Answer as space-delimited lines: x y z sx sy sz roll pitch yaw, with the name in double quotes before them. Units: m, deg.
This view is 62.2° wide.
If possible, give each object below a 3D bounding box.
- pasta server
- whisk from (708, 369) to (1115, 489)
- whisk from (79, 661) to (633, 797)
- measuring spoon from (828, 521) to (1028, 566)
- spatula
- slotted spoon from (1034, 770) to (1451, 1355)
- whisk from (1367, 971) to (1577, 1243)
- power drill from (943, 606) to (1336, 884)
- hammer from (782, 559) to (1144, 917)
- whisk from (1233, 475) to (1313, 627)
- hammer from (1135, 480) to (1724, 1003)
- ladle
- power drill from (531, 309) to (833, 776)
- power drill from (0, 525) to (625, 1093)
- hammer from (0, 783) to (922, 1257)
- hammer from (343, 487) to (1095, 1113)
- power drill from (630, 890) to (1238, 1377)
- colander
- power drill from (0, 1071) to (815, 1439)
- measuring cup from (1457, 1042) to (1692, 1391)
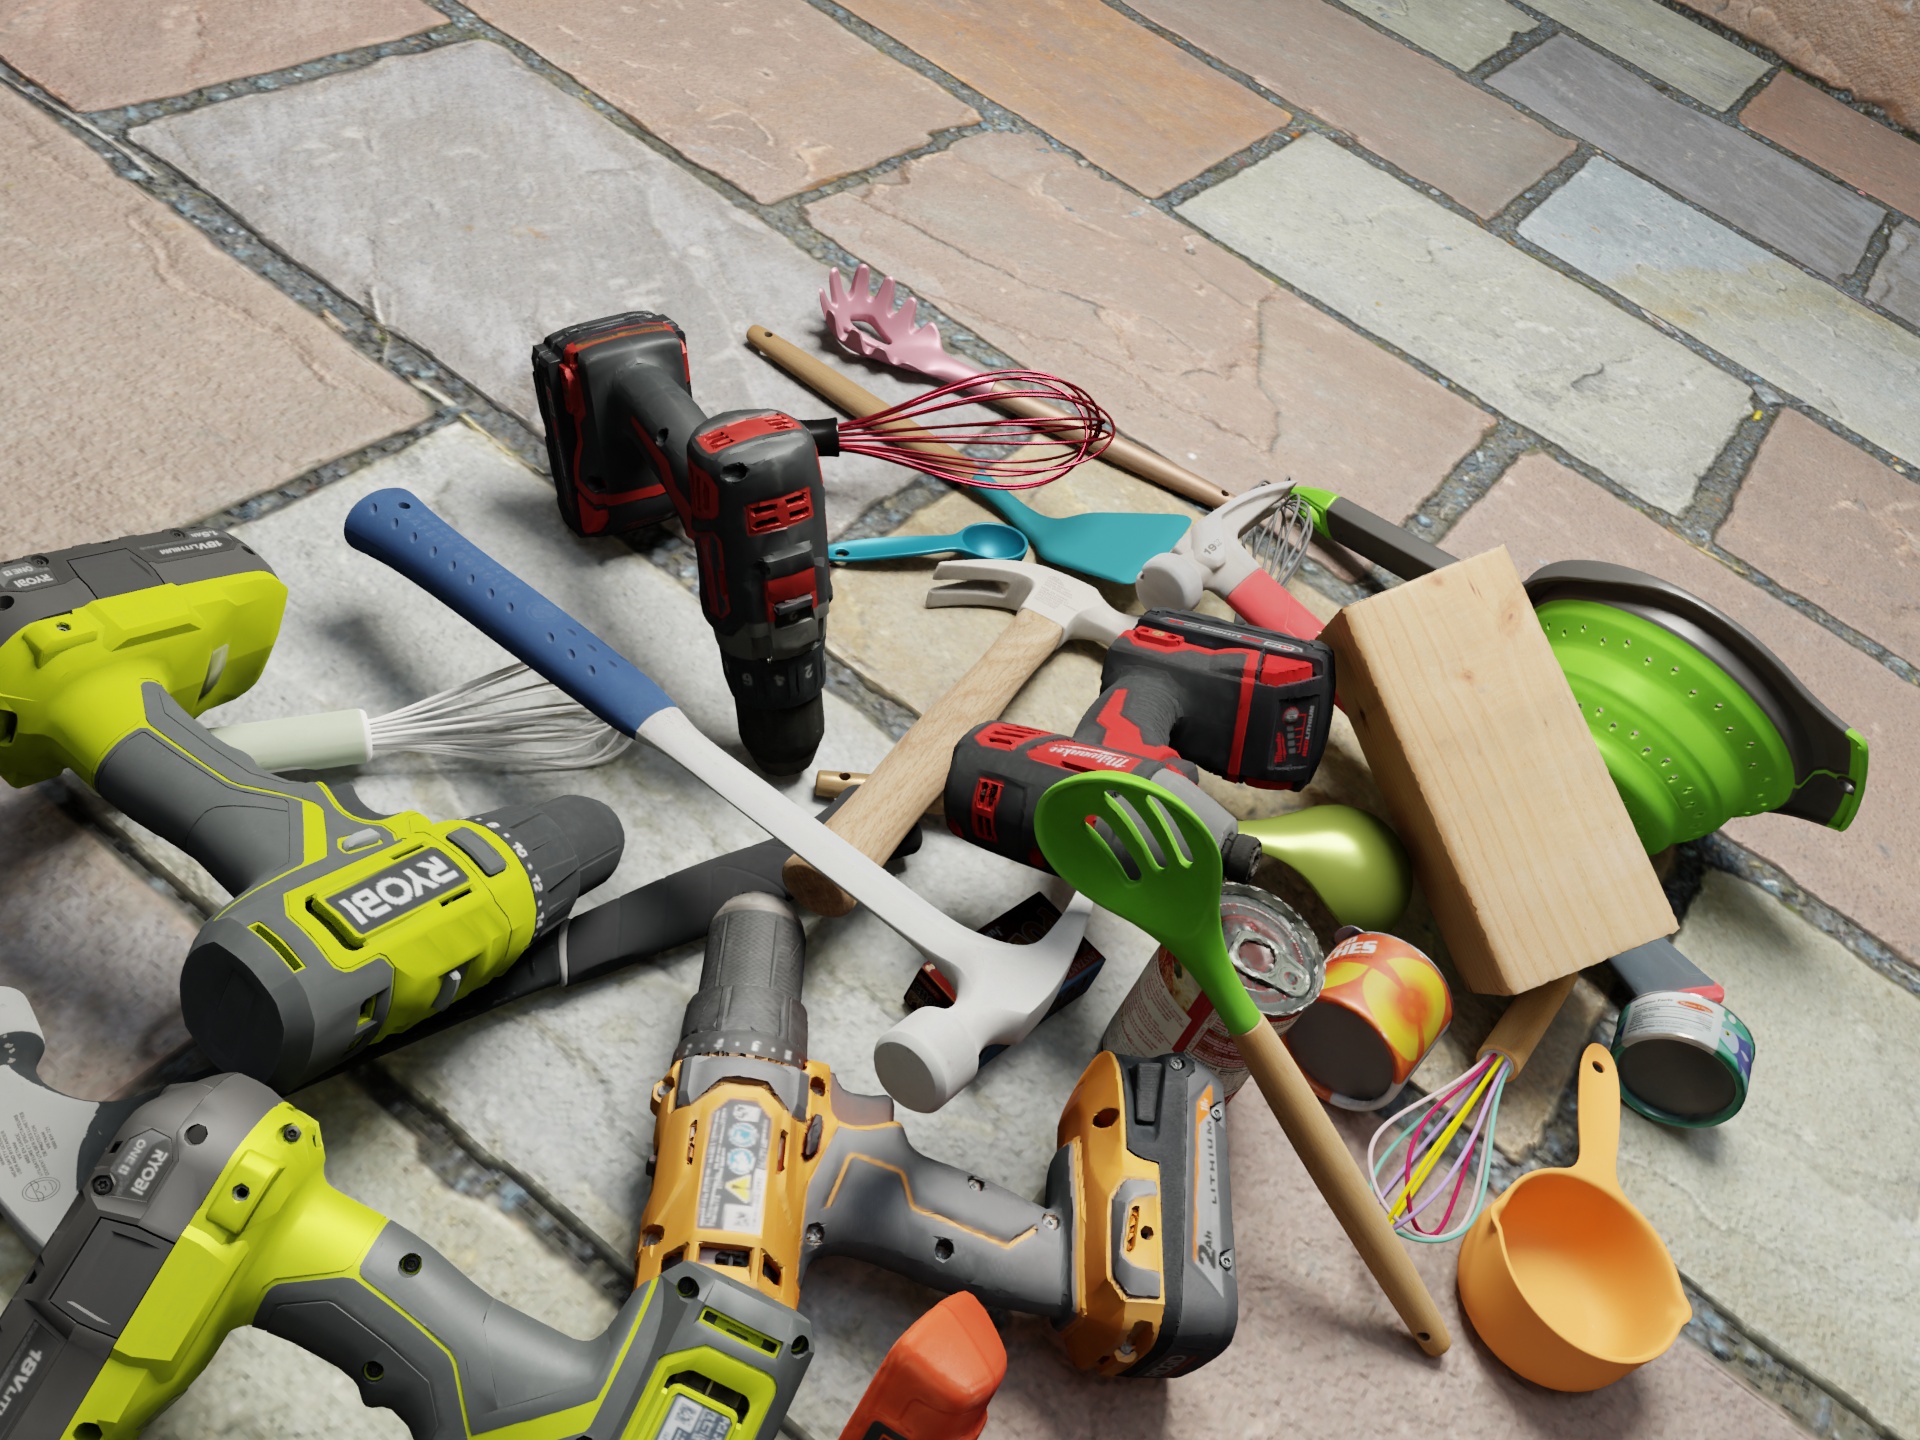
"pasta server" 0.048 -0.216 1.070 0.316 0.040 0.060 26 56 1
"whisk" -0.053 -0.169 0.941 0.296 0.073 0.073 -4 48 -6
"whisk" -0.264 0.006 0.727 0.246 0.059 0.058 -9 15 -24
"measuring spoon" -0.022 -0.097 0.946 0.128 0.021 0.042 -6 39 -15
"spatula" -0.008 -0.175 1.003 0.317 0.044 0.082 34 51 13
"slotted spoon" 0.127 0.144 0.651 0.313 0.070 0.031 58 37 -15
"whisk" 0.256 0.177 0.772 0.051 0.047 0.245 3 23 38
"power drill" 0.101 0.018 0.770 0.143 0.078 0.219 16 25 25
"hammer" -0.001 -0.003 0.818 0.130 0.031 0.331 26 35 11
"whisk" 0.184 -0.072 0.984 0.055 0.055 0.239 22 47 -2
"hammer" 0.279 0.017 0.910 0.386 0.038 0.143 45 51 12
"ladle" 0.082 0.062 0.826 0.320 0.062 0.078 8 42 -6
"power drill" -0.132 -0.094 0.808 0.080 0.187 0.227 -21 41 -24
"power drill" -0.260 0.024 0.626 0.228 0.080 0.190 39 30 12
"hammer" -0.182 0.108 0.668 0.409 0.036 0.149 -20 60 -36
"hammer" -0.120 0.006 0.695 0.406 0.035 0.144 34 39 22
"power drill" -0.011 0.166 0.640 0.226 0.084 0.186 9 55 -10
"colander" 0.332 -0.030 0.969 0.094 0.204 0.397 -46 53 -9
"power drill" -0.179 0.224 0.496 0.223 0.080 0.171 28 72 -5
"measuring cup" 0.280 0.226 0.736 0.095 0.052 0.174 27 42 3
